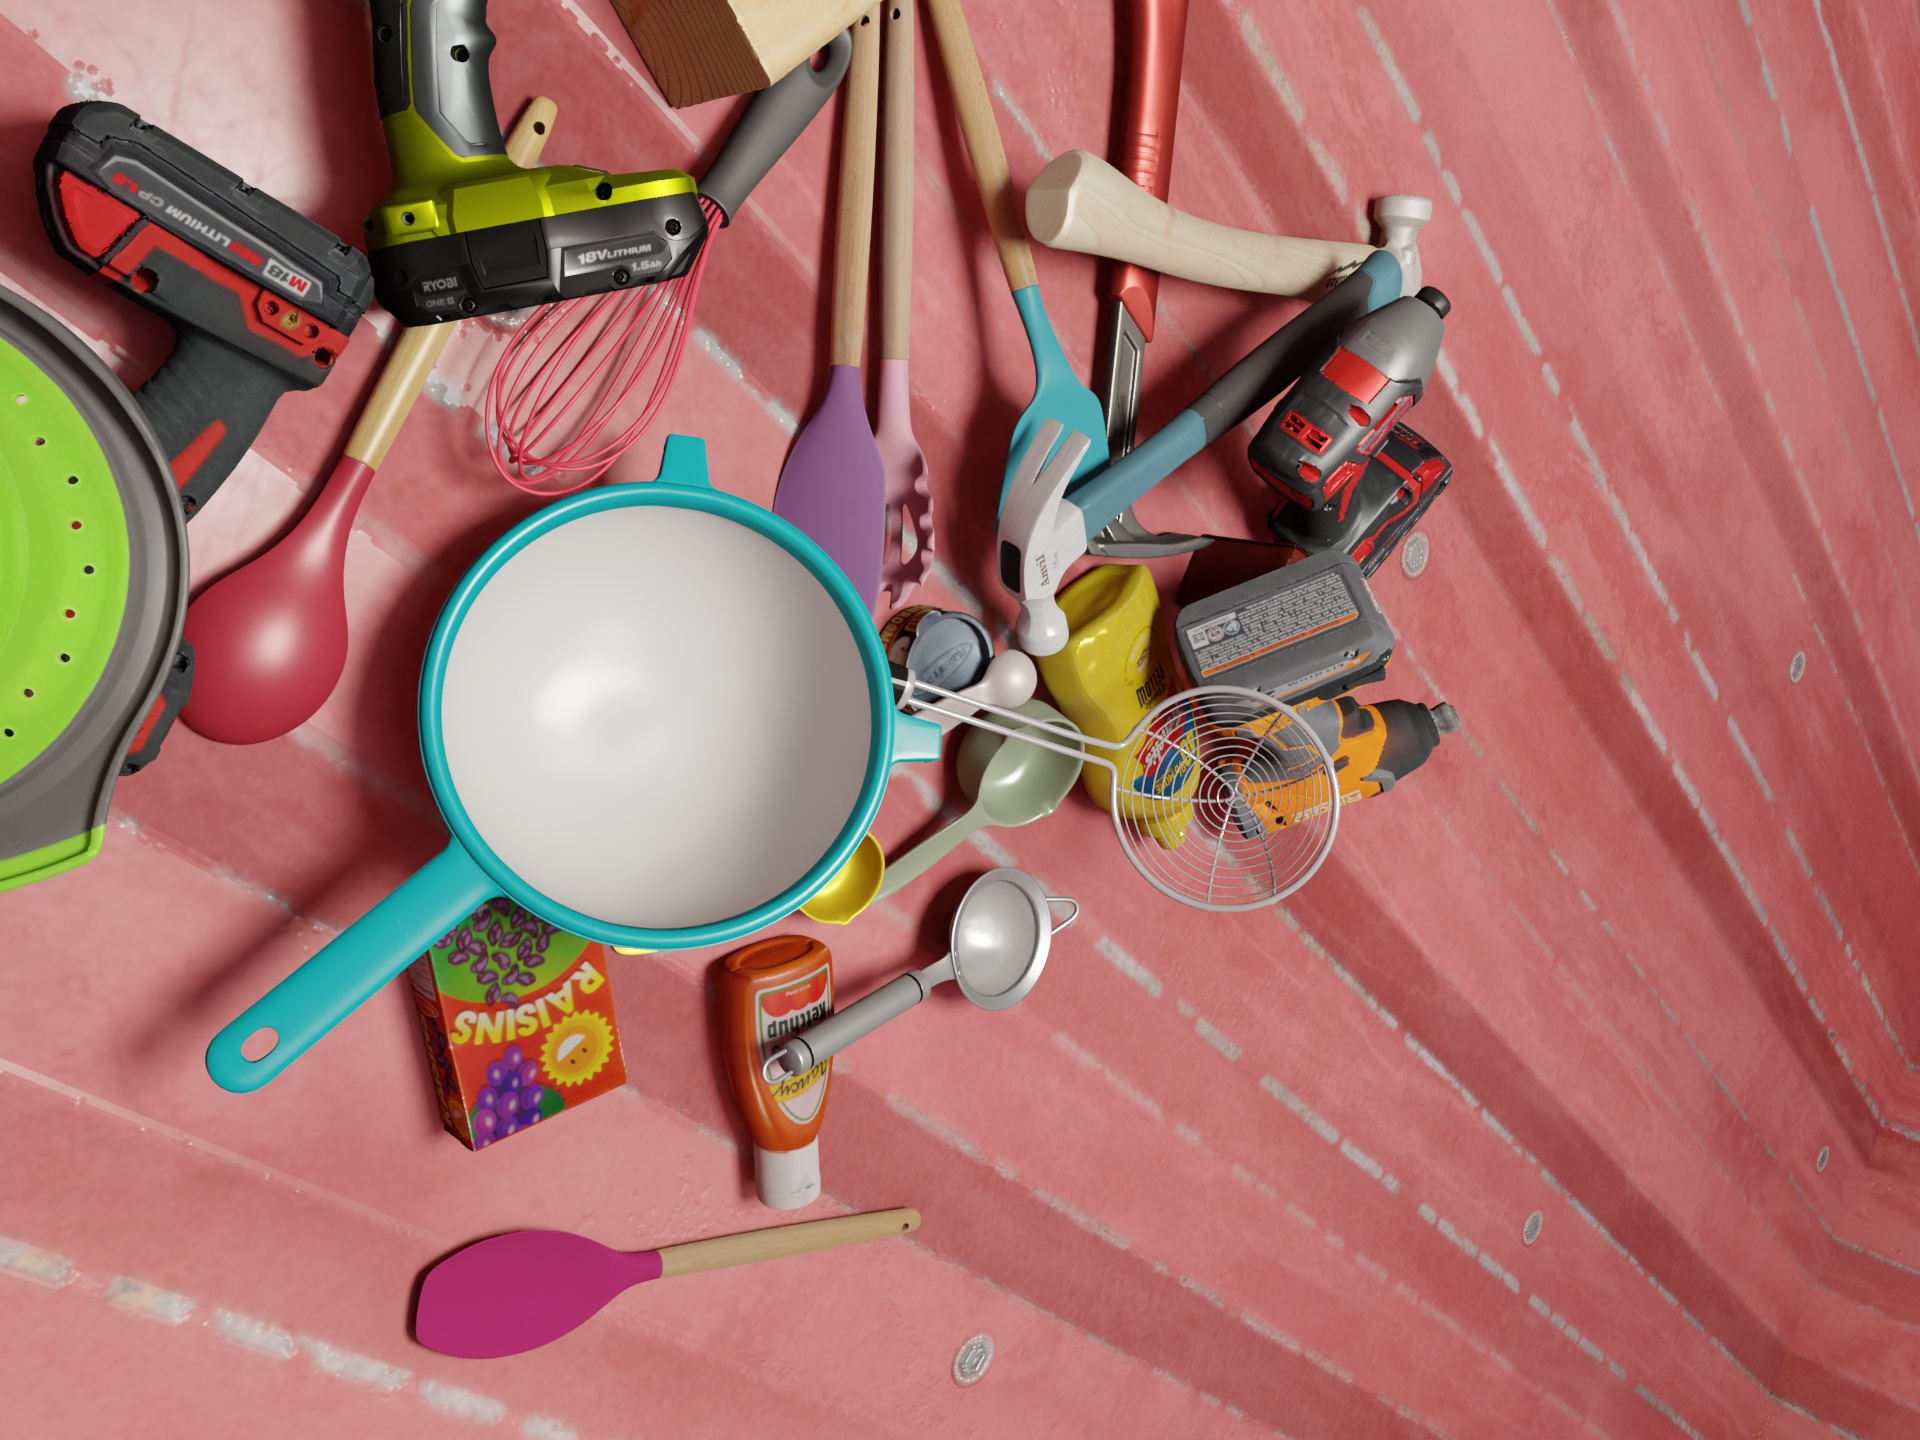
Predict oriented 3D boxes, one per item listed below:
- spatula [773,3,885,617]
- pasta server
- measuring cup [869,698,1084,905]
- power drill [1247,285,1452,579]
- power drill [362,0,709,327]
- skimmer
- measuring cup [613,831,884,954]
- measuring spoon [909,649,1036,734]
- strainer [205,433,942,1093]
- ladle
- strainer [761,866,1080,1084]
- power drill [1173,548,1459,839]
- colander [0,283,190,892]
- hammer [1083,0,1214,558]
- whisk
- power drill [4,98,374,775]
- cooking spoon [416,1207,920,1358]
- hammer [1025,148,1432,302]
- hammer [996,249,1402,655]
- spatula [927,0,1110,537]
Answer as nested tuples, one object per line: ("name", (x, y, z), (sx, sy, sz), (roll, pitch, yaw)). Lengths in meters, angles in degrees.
("spatula", (-0.060, -0.209, 0.820), (0.060, 0.018, 0.316), (5, 97, 2))
("pasta server", (-0.036, -0.218, 0.835), (0.040, 0.060, 0.316), (-32, 124, -72))
("measuring cup", (-0.003, 0.049, 0.940), (0.167, 0.038, 0.083), (-37, 137, -7))
("power drill", (0.248, -0.173, 0.986), (0.143, 0.079, 0.219), (-50, 161, 0))
("power drill", (-0.172, -0.282, 0.620), (0.190, 0.080, 0.228), (-12, 107, -4))
("skimmer", (0.032, 0.007, 0.845), (0.363, 0.090, 0.127), (18, 99, -23))
("measuring cup", (-0.116, 0.094, 0.862), (0.156, 0.029, 0.062), (-16, 111, -25))
("measuring spoon", (-0.001, -0.003, 0.887), (0.124, 0.018, 0.034), (-30, 120, -31))
("strainer", (-0.188, 0.042, 0.724), (0.340, 0.095, 0.211), (-42, 96, -19))
("ladle", (-0.246, -0.133, 0.685), (0.069, 0.031, 0.315), (31, 79, -40))
("strainer", (-0.024, 0.148, 0.912), (0.258, 0.050, 0.087), (-22, 107, -48))
("power drill", (0.231, -0.011, 1.010), (0.164, 0.084, 0.226), (-22, 147, 9))
("colander", (-0.370, -0.130, 0.471), (0.204, 0.094, 0.397), (-13, 94, -11))
("hammer", (0.111, -0.277, 0.948), (0.149, 0.037, 0.359), (-4, 104, -40))
("whisk", (-0.128, -0.226, 0.744), (0.073, 0.073, 0.296), (46, 65, -38))
("power drill", (-0.341, -0.109, 0.577), (0.187, 0.080, 0.227), (29, 86, -34))
("cooking spoon", (-0.147, 0.299, 0.885), (0.318, 0.017, 0.069), (5, 98, -41))
("hammer", (0.177, -0.269, 0.965), (0.410, 0.038, 0.146), (-9, 107, -48))
("hammer", (0.146, -0.177, 0.932), (0.331, 0.033, 0.128), (-39, 141, -21))
("spatula", (0.021, -0.258, 0.864), (0.082, 0.044, 0.317), (-22, 104, -23))
